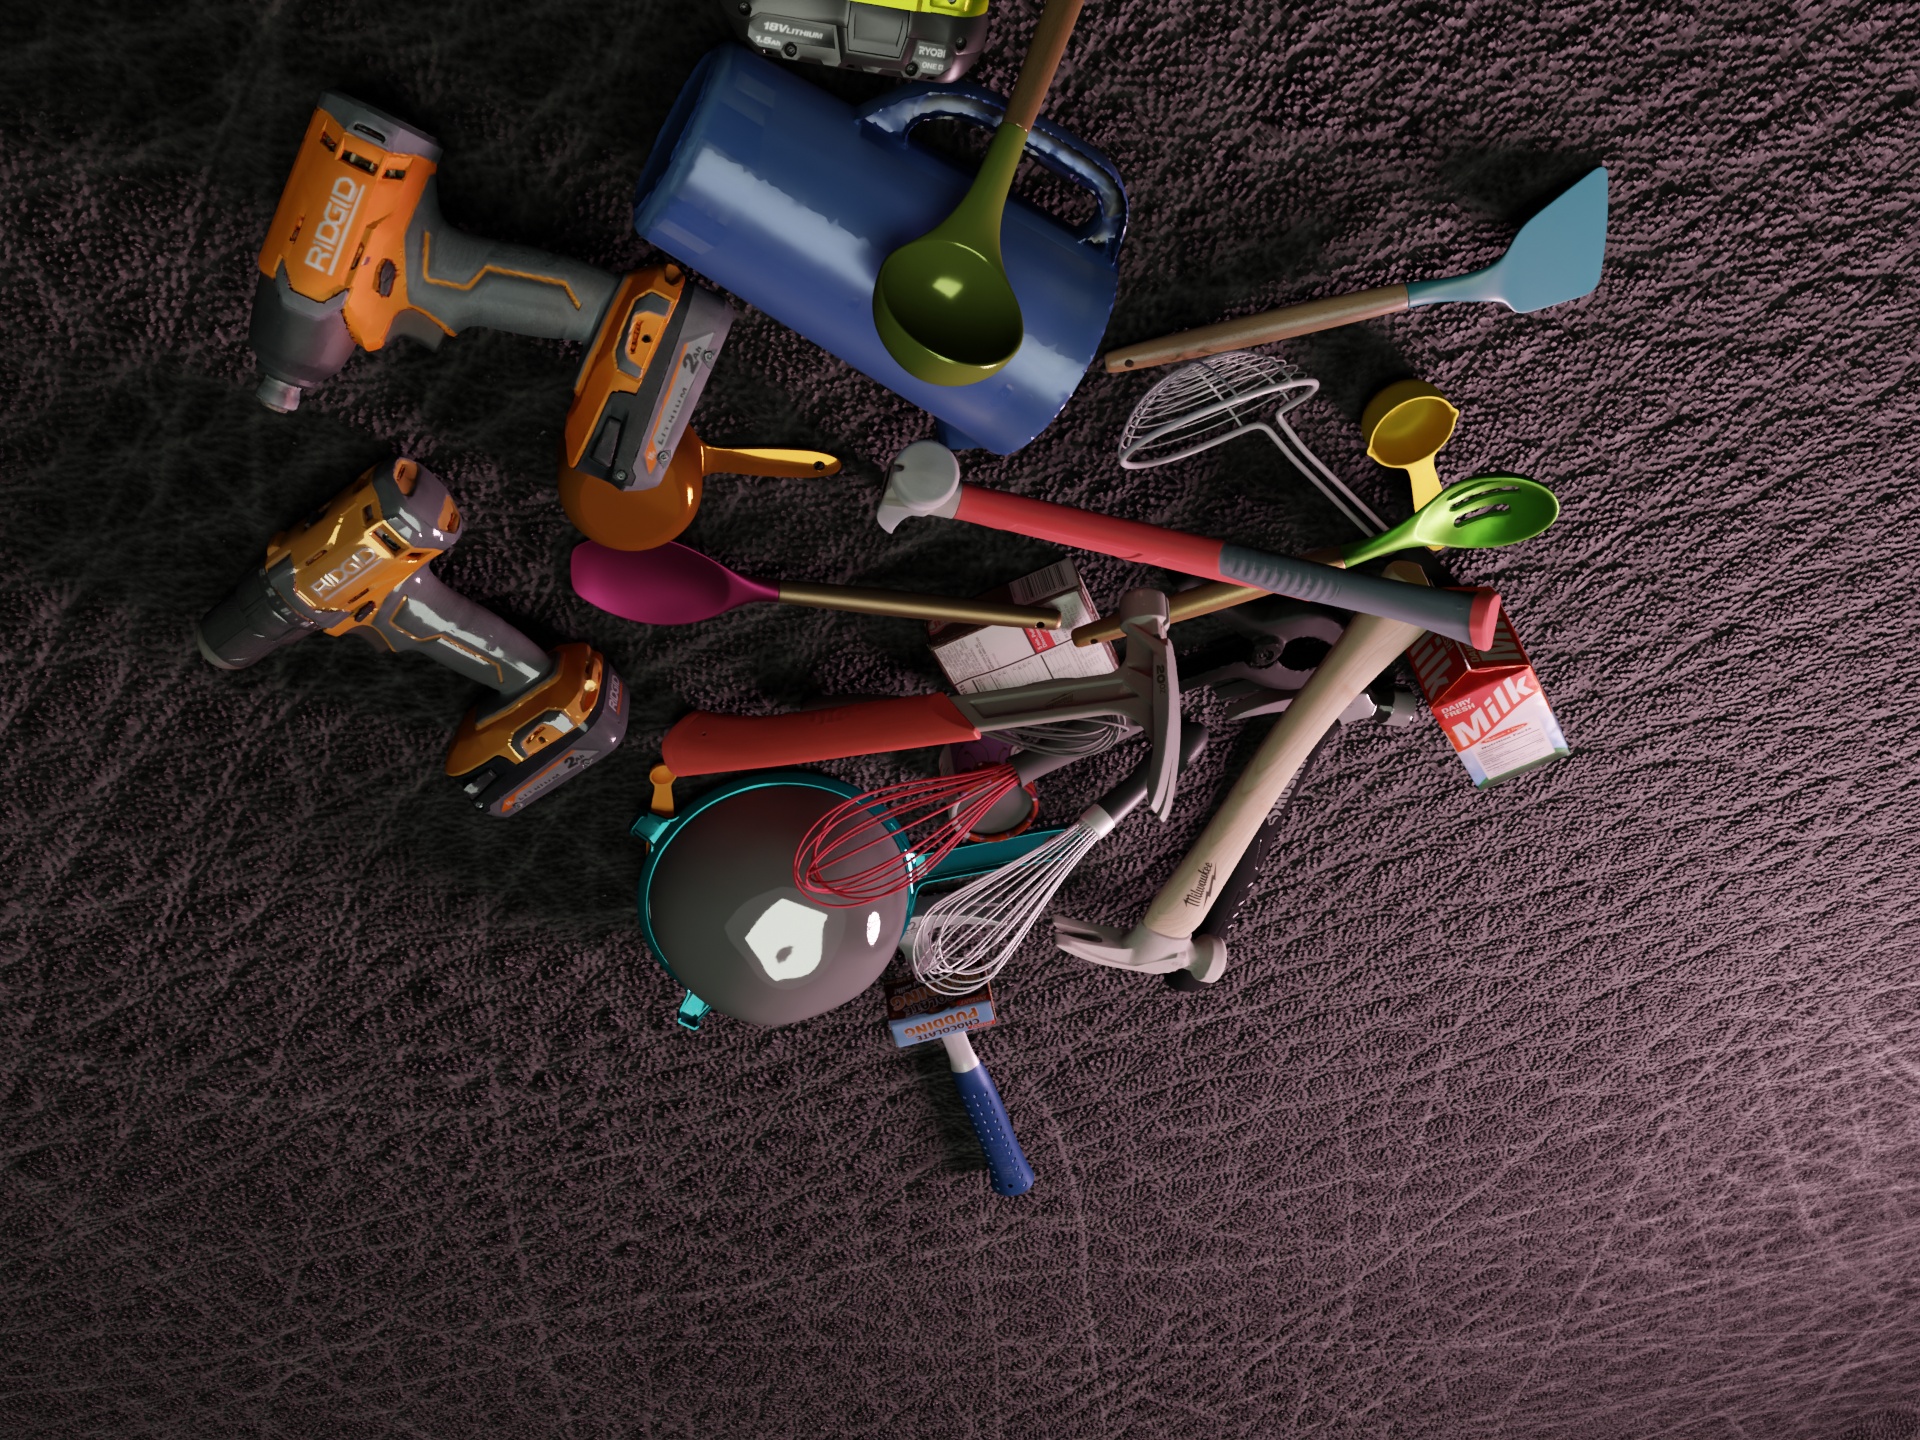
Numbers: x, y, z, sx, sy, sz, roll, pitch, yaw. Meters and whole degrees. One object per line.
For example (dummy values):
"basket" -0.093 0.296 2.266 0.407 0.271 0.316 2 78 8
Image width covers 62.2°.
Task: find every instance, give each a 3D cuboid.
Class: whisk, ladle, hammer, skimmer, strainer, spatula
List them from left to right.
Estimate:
"strainer" -0.066 0.137 1.172 0.340 0.095 0.210 -11 118 -6
"hammer" -0.034 0.010 1.037 0.359 0.149 0.036 -8 154 21
"whisk" -0.002 -0.003 1.075 0.239 0.055 0.055 1 135 22
"hammer" 0.007 0.292 1.381 0.144 0.035 0.405 -16 131 3
"whisk" 0.019 0.044 1.090 0.296 0.073 0.073 -27 132 -10
"ladle" 0.040 -0.314 0.770 0.078 0.062 0.320 21 93 -16
"whisk" 0.076 0.095 1.160 0.284 0.070 0.070 -41 131 -12
"hammer" 0.141 -0.099 0.973 0.386 0.143 0.038 12 87 -8
"hammer" 0.227 0.096 1.260 0.146 0.035 0.334 5 129 -16
"hammer" 0.209 0.047 1.155 0.146 0.038 0.410 13 129 -18
"skimmer" 0.247 -0.124 1.039 0.127 0.090 0.363 -23 137 40
"spatula" 0.243 -0.257 0.972 0.317 0.044 0.082 -12 132 5

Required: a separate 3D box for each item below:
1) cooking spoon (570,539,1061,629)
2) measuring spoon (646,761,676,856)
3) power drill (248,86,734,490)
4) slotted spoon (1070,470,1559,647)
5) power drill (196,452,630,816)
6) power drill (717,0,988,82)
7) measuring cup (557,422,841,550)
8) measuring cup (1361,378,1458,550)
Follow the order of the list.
"cooking spoon" -0.092 -0.081 1.034 0.319 0.017 0.068 6 129 -5
"measuring spoon" -0.221 0.072 1.169 0.021 0.011 0.116 -6 135 -19
"power drill" -0.254 -0.206 0.845 0.226 0.084 0.164 23 101 -20
"slotted spoon" 0.219 -0.099 1.019 0.314 0.031 0.070 -17 143 16
"power drill" -0.345 -0.038 1.006 0.185 0.084 0.226 -31 124 15
"power drill" -0.050 -0.430 0.733 0.190 0.080 0.228 3 126 -14
"measuring cup" -0.158 -0.146 0.965 0.173 0.052 0.095 0 130 -8
"measuring cup" 0.305 -0.169 1.063 0.062 0.029 0.156 -24 142 10
